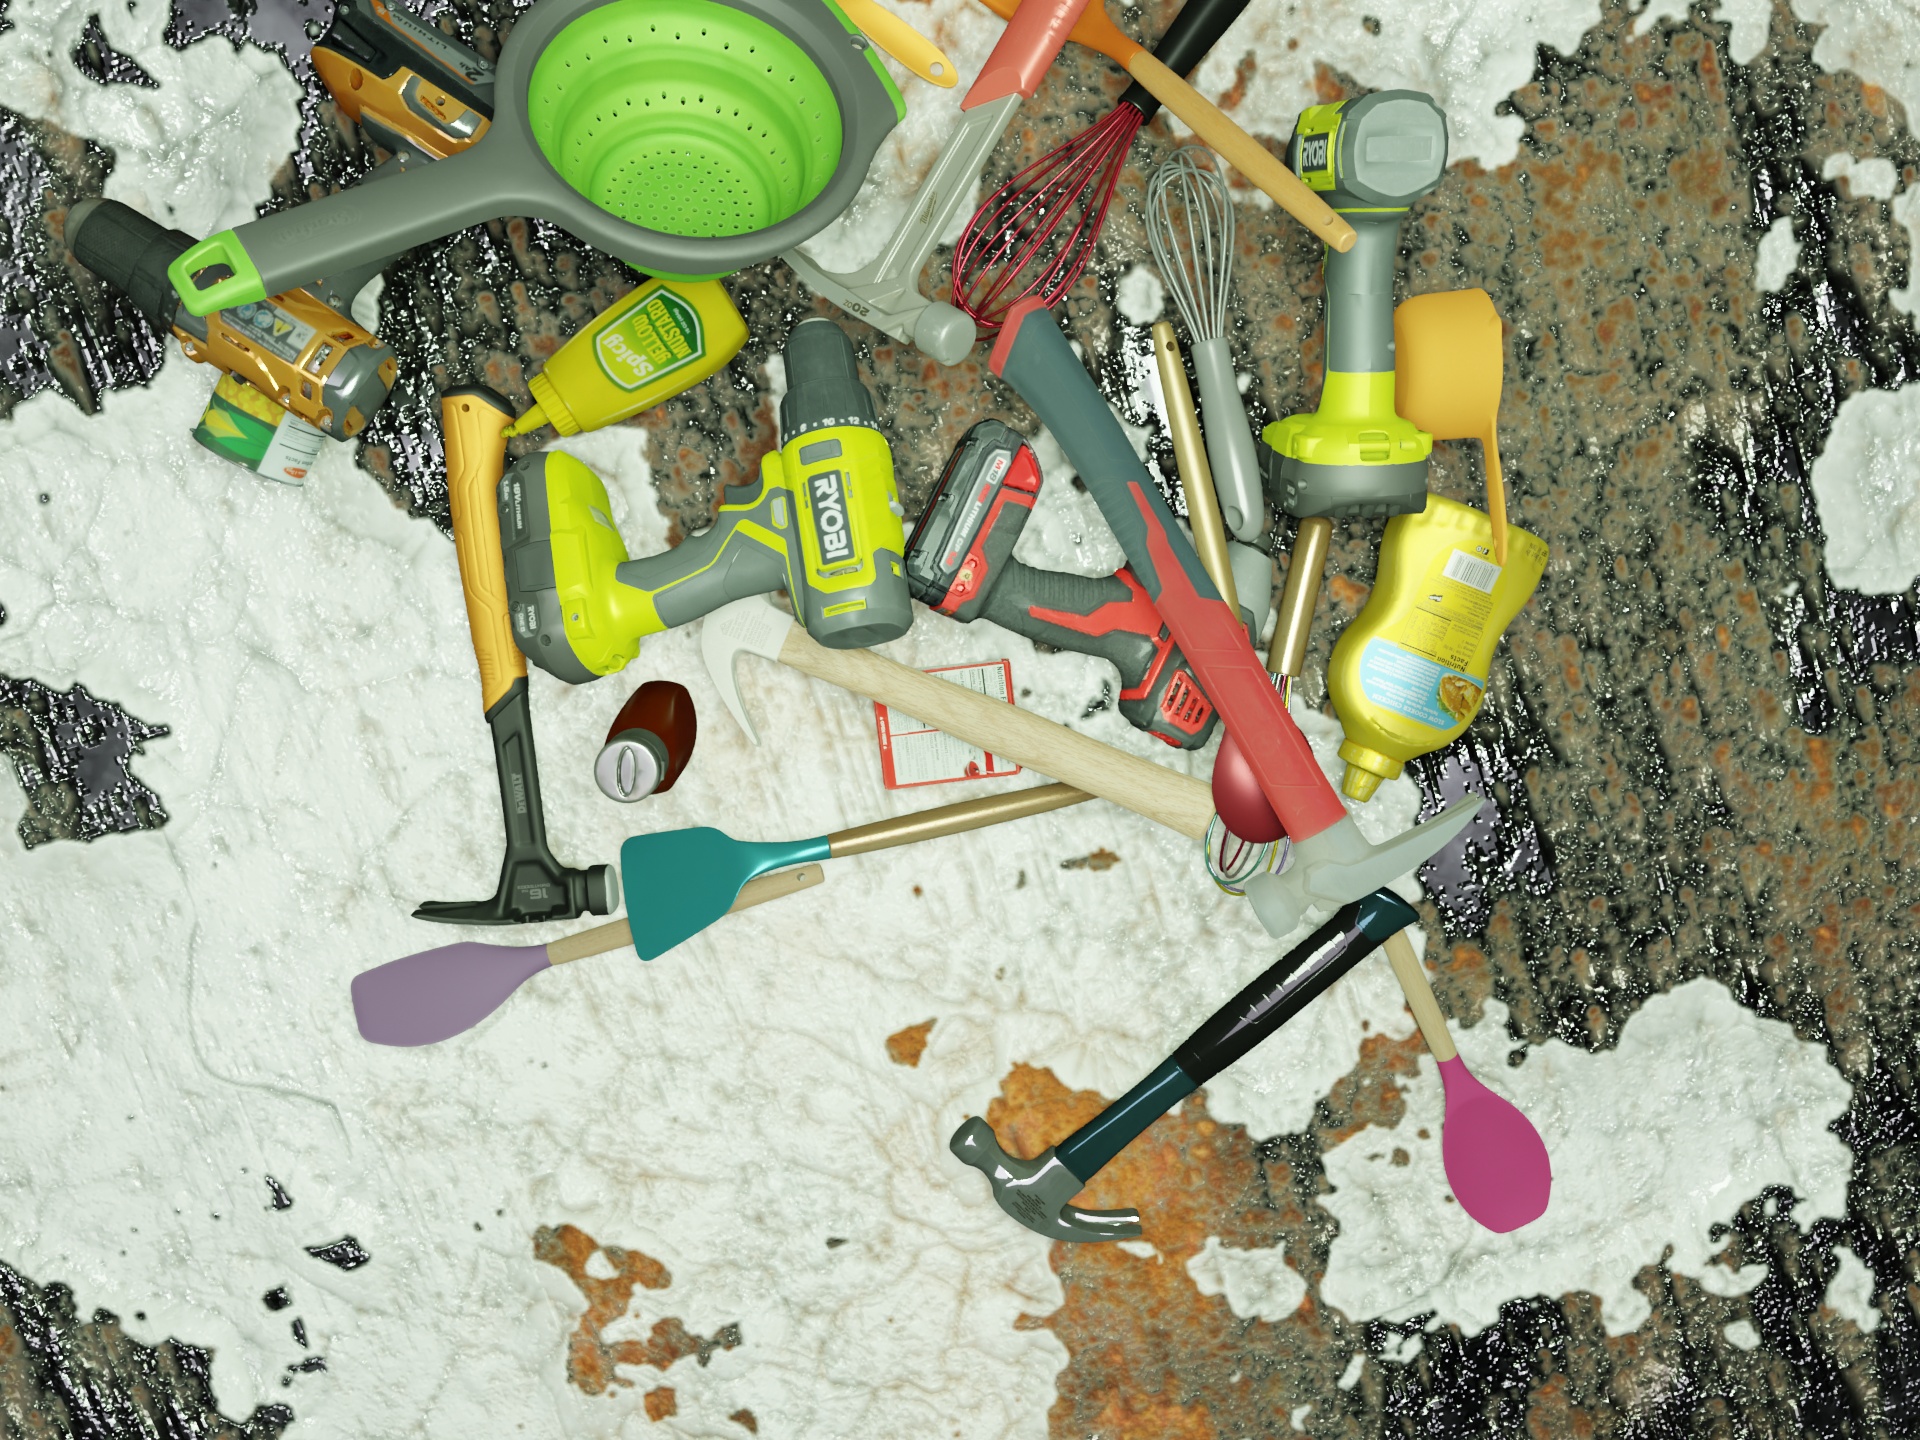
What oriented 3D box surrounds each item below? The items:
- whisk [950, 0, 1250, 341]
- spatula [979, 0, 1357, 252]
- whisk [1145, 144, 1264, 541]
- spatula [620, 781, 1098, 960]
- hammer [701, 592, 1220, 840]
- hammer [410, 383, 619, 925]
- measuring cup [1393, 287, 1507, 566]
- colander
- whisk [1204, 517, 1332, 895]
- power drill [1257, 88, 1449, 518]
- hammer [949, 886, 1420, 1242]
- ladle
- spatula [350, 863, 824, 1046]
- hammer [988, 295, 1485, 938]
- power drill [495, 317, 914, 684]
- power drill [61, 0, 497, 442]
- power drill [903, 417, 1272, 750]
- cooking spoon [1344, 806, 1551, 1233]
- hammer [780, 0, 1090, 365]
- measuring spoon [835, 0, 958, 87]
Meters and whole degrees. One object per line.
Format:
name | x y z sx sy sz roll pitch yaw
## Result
whisk | 0.090 -0.345 0.939 0.073 0.073 0.296 38 90 -7
spatula | 0.109 -0.358 0.882 0.081 0.041 0.323 -41 60 8
whisk | 0.152 -0.225 0.950 0.055 0.055 0.239 -11 91 0
spatula | -0.058 0.076 1.011 0.317 0.044 0.082 -12 68 -7
hammer | -0.002 -0.003 0.967 0.331 0.031 0.130 23 88 2
hammer | -0.293 -0.037 0.988 0.127 0.034 0.337 -4 99 -2
measuring cup | 0.286 -0.171 0.938 0.052 0.095 0.174 -3 74 1
colander | -0.222 -0.282 0.869 0.397 0.094 0.204 -29 77 -22
whisk | 0.195 -0.009 1.005 0.051 0.047 0.245 11 94 -15
power drill | 0.220 -0.237 0.914 0.080 0.171 0.223 -2 107 -3
hammer | 0.156 0.217 1.031 0.331 0.033 0.128 -42 98 8
ladle | 0.154 -0.078 0.935 0.069 0.031 0.315 -16 96 -14
spatula | -0.239 0.145 1.024 0.316 0.018 0.060 -18 78 0
hammer | 0.143 -0.075 0.903 0.143 0.038 0.386 -30 91 7
power drill | -0.147 -0.122 0.928 0.228 0.080 0.191 -12 79 11
power drill | -0.367 -0.295 0.895 0.185 0.084 0.226 31 80 -6
power drill | 0.083 -0.089 0.968 0.219 0.078 0.143 27 89 -9
cooking spoon | 0.311 0.199 1.049 0.069 0.017 0.319 -26 99 1
hammer | 0.033 -0.384 0.894 0.149 0.036 0.359 38 102 29
measuring spoon | -0.050 -0.415 0.950 0.117 0.011 0.021 34 91 -10
